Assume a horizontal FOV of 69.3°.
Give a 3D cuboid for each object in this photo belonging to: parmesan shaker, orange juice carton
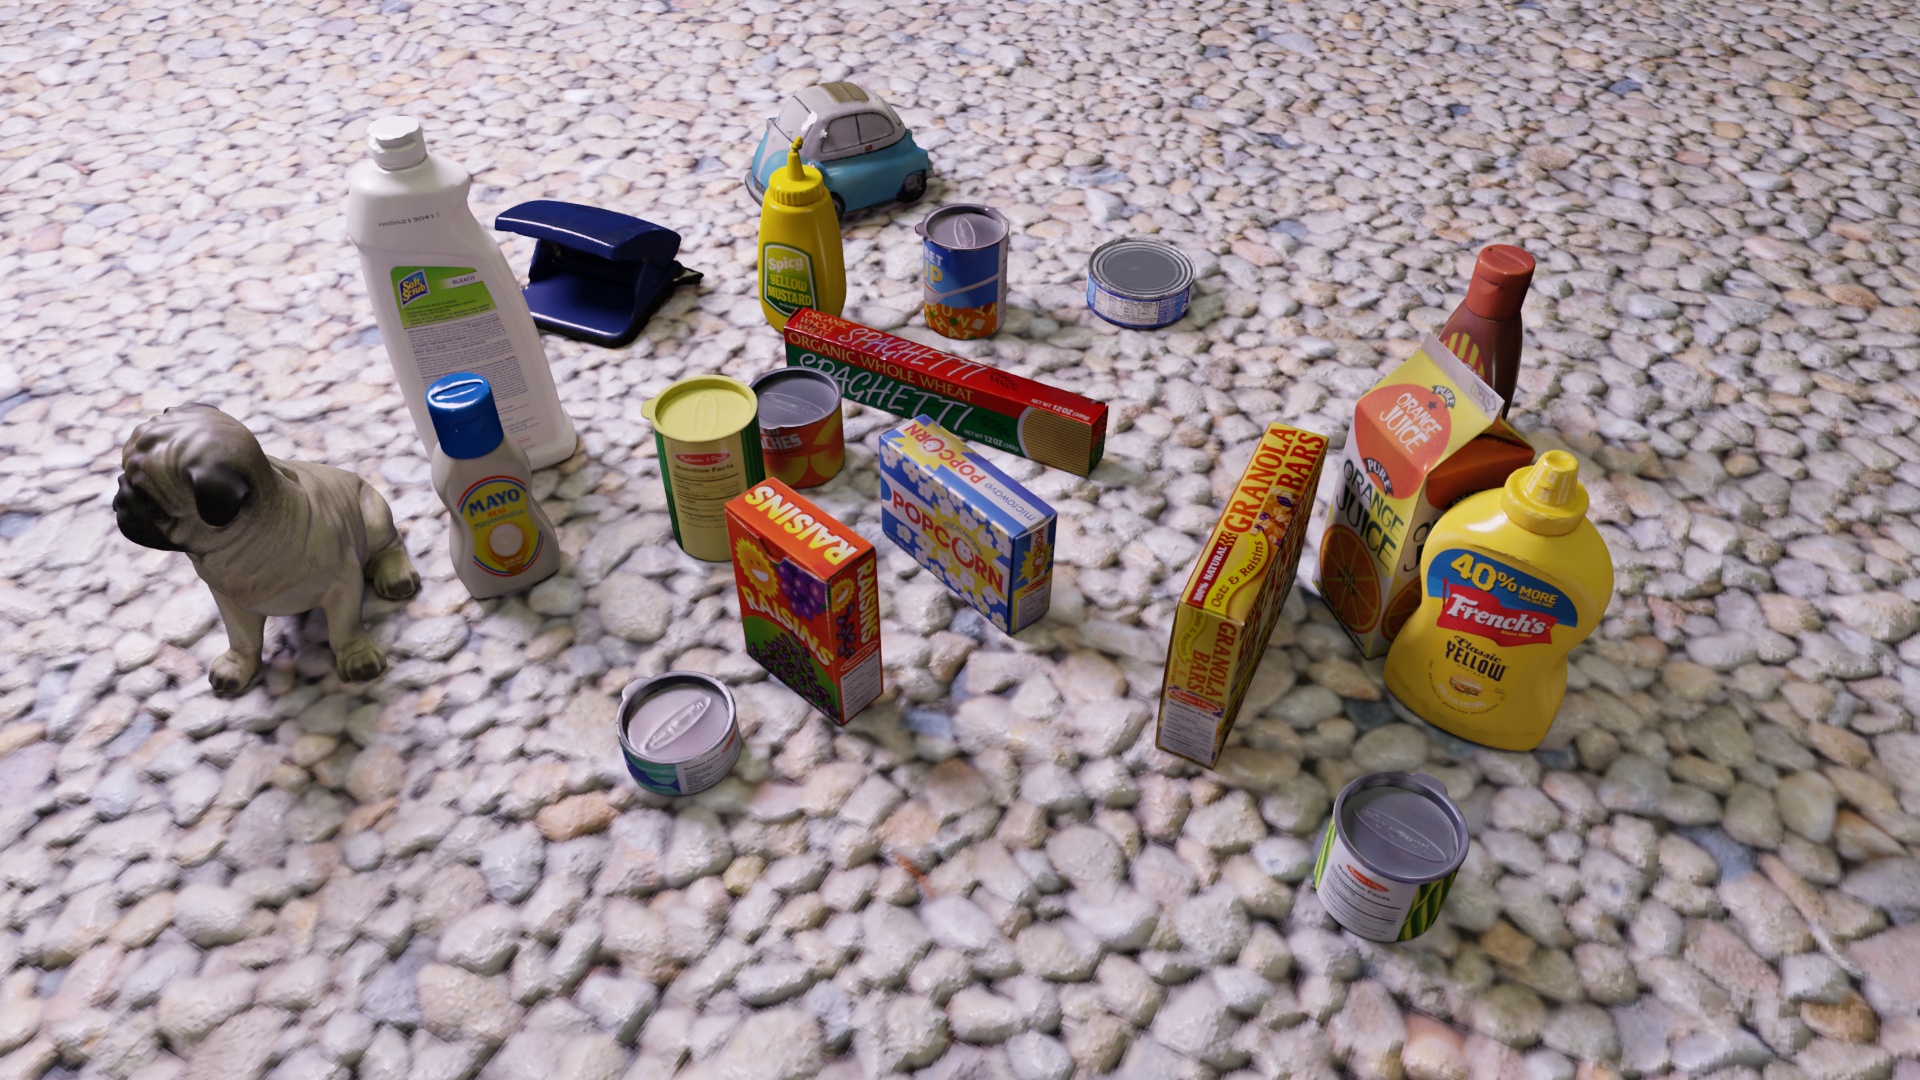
[{"bbox_3d":[-0.161,-0.045,0.887,0.071,0.102,0.072,0,44,0],"label":"parmesan shaker"},{"bbox_3d":[0.269,-0.026,0.809,0.073,0.191,0.072,-13,46,-14],"label":"orange juice carton"}]

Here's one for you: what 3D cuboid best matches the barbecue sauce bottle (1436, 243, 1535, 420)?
[{"bbox_3d":[0.355,-0.130,0.951,0.044,0.147,0.065,-28,51,-26],"label":"barbecue sauce bottle"}]

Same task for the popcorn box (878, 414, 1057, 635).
[{"bbox_3d":[0.003,-0.011,0.867,0.038,0.084,0.127,-31,52,-29],"label":"popcorn box"}]

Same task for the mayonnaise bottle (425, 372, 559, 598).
[{"bbox_3d":[-0.287,-0.032,0.839,0.065,0.147,0.041,-21,48,-21],"label":"mayonnaise bottle"}]

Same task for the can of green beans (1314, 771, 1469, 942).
[{"bbox_3d":[0.219,0.162,0.710,0.071,0.057,0.071,0,44,0],"label":"can of green beans"}]

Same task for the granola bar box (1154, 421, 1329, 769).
[{"bbox_3d":[0.162,0.029,0.800,0.039,0.123,0.166,19,47,18],"label":"granola bar box"}]

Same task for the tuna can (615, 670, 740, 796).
[{"bbox_3d":[-0.159,0.107,0.779,0.071,0.032,0.071,0,44,0],"label":"tuna can"}]

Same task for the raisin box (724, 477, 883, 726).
[{"bbox_3d":[-0.088,0.036,0.790,0.086,0.122,0.040,34,53,30],"label":"raisin box"}]

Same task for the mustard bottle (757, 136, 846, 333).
[{"bbox_3d":[-0.121,-0.227,1.036,0.065,0.159,0.049,14,45,14],"label":"mustard bottle"}]

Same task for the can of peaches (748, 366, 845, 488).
[{"bbox_3d":[-0.114,-0.076,0.952,0.071,0.057,0.071,0,44,0],"label":"can of peaches"}]

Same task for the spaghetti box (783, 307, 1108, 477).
[{"bbox_3d":[-0.016,-0.108,0.993,0.250,0.049,0.029,20,47,19],"label":"spaghetti box"}]

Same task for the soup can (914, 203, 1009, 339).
[{"bbox_3d":[0.001,-0.207,1.072,0.071,0.083,0.072,0,44,0],"label":"soup can"}]
